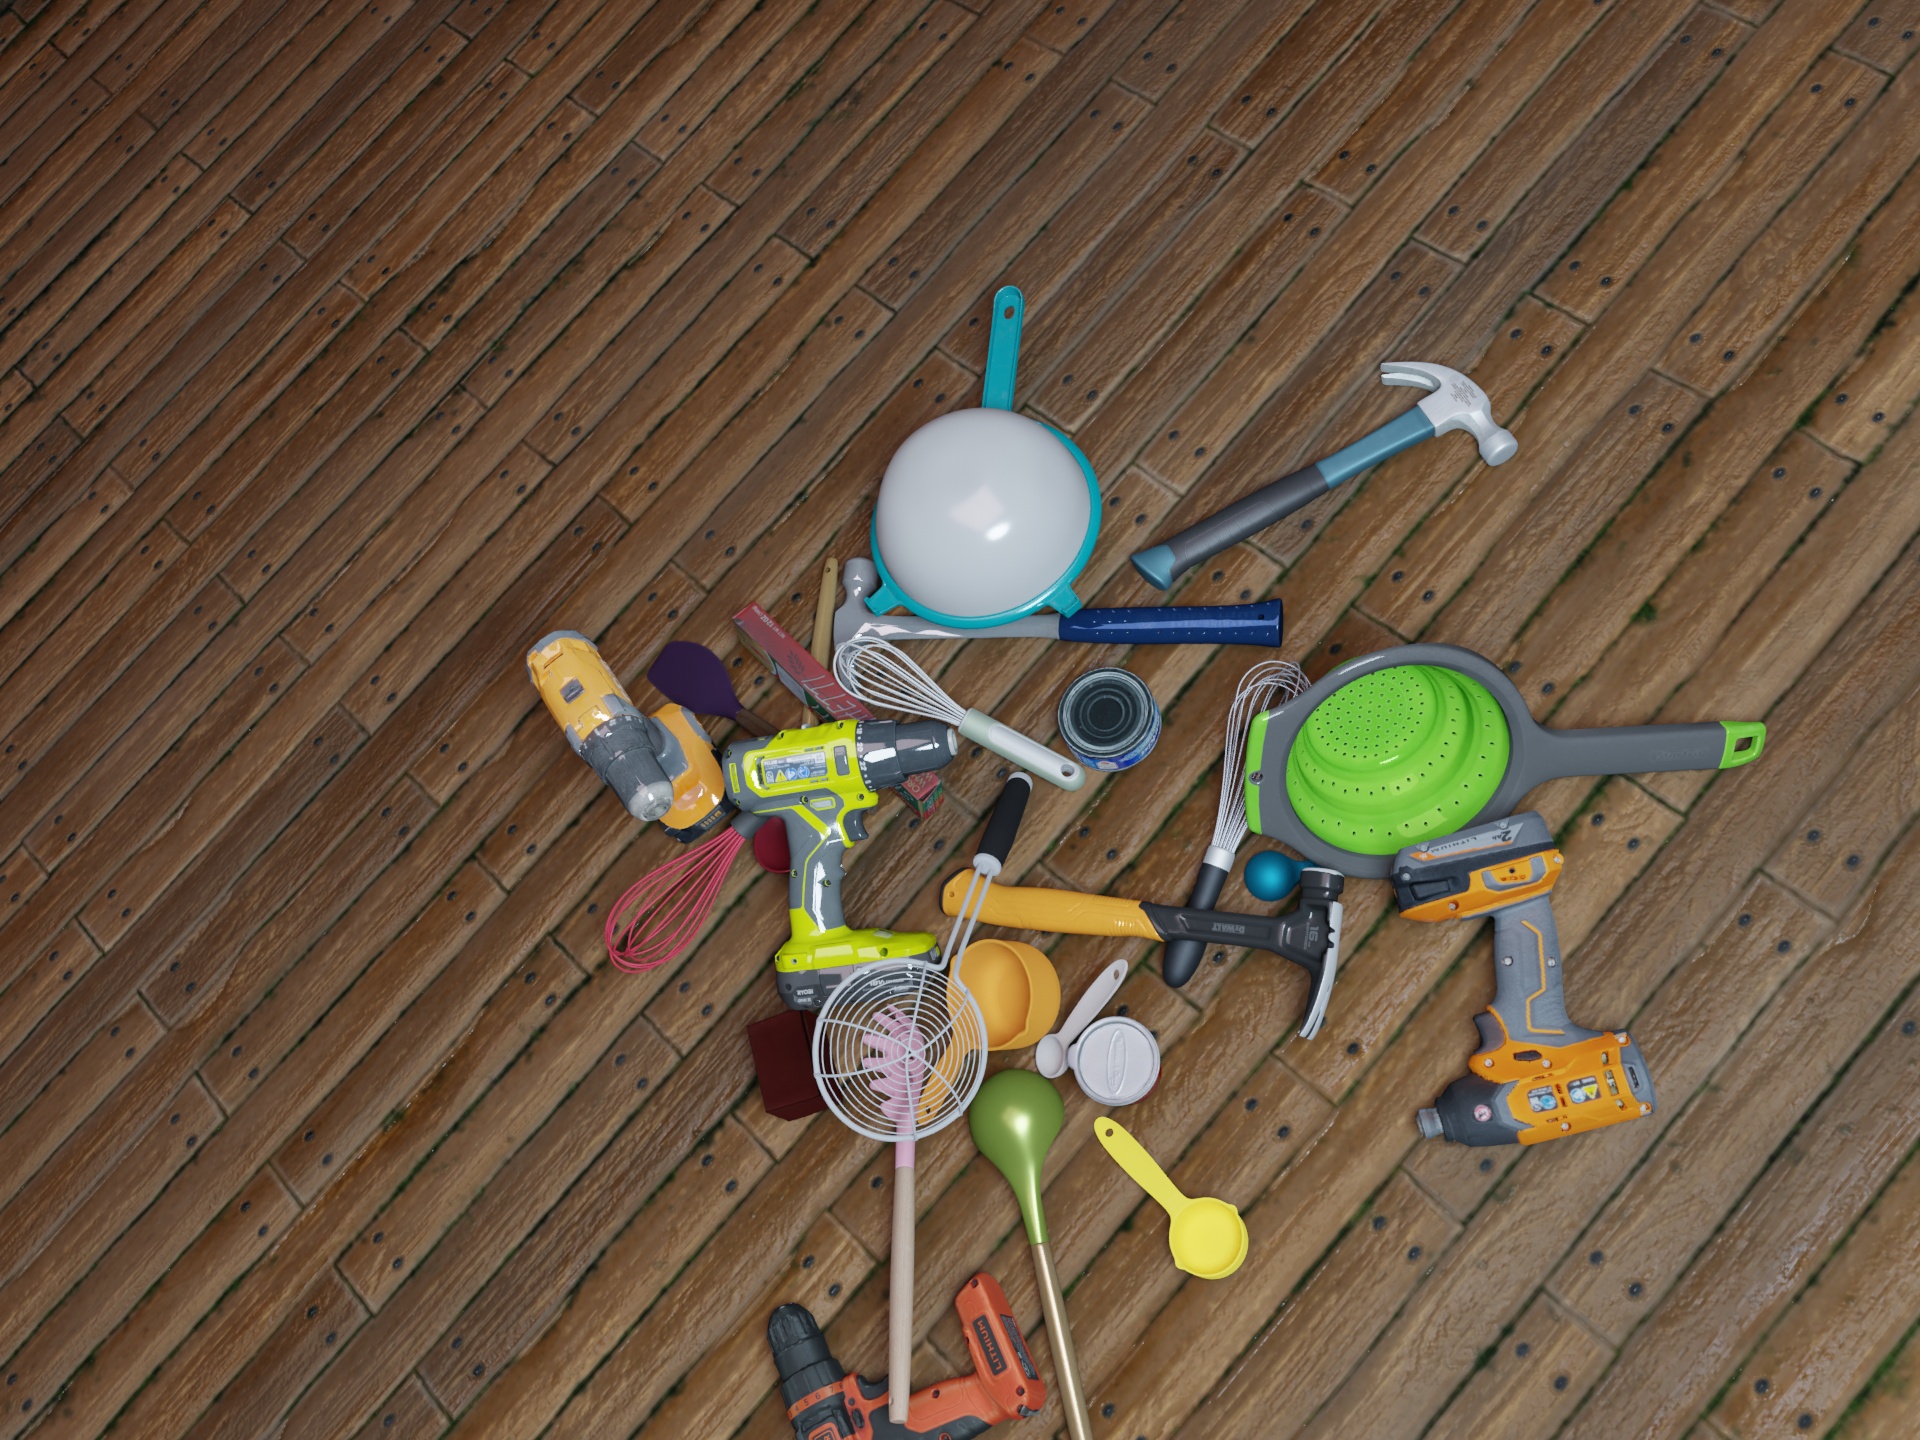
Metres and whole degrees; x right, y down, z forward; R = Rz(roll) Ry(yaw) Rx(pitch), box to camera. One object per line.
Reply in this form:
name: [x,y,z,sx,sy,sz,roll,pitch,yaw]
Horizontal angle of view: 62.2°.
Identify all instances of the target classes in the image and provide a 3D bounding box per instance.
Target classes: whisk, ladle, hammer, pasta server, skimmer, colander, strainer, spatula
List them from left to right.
whisk: [-0.205,0.109,1.383,0.296,0.073,0.073,-46,63,7]
spatula: [-0.181,0.005,1.441,0.316,0.018,0.060,33,87,35]
ladle: [-0.137,-0.008,1.451,0.069,0.031,0.316,-1,67,17]
pasta server: [-0.050,0.373,1.230,0.060,0.040,0.317,-41,38,43]
skimmer: [-0.009,0.166,1.241,0.127,0.363,0.090,33,125,-5]
whisk: [-0.002,-0.004,1.372,0.246,0.059,0.058,28,67,8]
strainer: [0.018,-0.252,1.395,0.211,0.095,0.341,1,71,17]
hammer: [0.078,-0.078,1.406,0.405,0.035,0.144,0,69,17]
ladle: [0.069,0.425,1.213,0.078,0.062,0.320,-16,72,10]
hammer: [0.132,0.165,1.265,0.337,0.034,0.127,4,77,29]
whisk: [0.221,0.082,1.291,0.070,0.070,0.285,19,81,23]
hammer: [0.304,-0.205,1.388,0.331,0.033,0.128,-28,64,5]
colander: [0.411,0.010,1.235,0.397,0.204,0.095,-3,29,-1]

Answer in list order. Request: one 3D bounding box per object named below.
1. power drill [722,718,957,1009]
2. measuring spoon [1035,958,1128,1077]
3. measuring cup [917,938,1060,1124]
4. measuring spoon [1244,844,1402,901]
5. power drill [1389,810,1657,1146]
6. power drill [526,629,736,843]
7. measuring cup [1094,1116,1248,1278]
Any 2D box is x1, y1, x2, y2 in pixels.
power drill: [-0.085,0.111,1.311,0.190,0.080,0.228,-9,90,9]
measuring spoon: [0.100,0.235,1.259,0.124,0.018,0.034,-56,42,22]
measuring cup: [0.019,0.257,1.290,0.095,0.052,0.173,39,110,37]
measuring spoon: [0.290,0.114,1.271,0.128,0.021,0.042,-12,66,12]
power drill: [0.390,0.196,1.165,0.164,0.084,0.227,-18,76,10]
power drill: [-0.266,0.034,1.362,0.084,0.226,0.185,-39,63,0]
measuring cup: [0.158,0.362,1.218,0.062,0.029,0.157,-45,52,-3]
